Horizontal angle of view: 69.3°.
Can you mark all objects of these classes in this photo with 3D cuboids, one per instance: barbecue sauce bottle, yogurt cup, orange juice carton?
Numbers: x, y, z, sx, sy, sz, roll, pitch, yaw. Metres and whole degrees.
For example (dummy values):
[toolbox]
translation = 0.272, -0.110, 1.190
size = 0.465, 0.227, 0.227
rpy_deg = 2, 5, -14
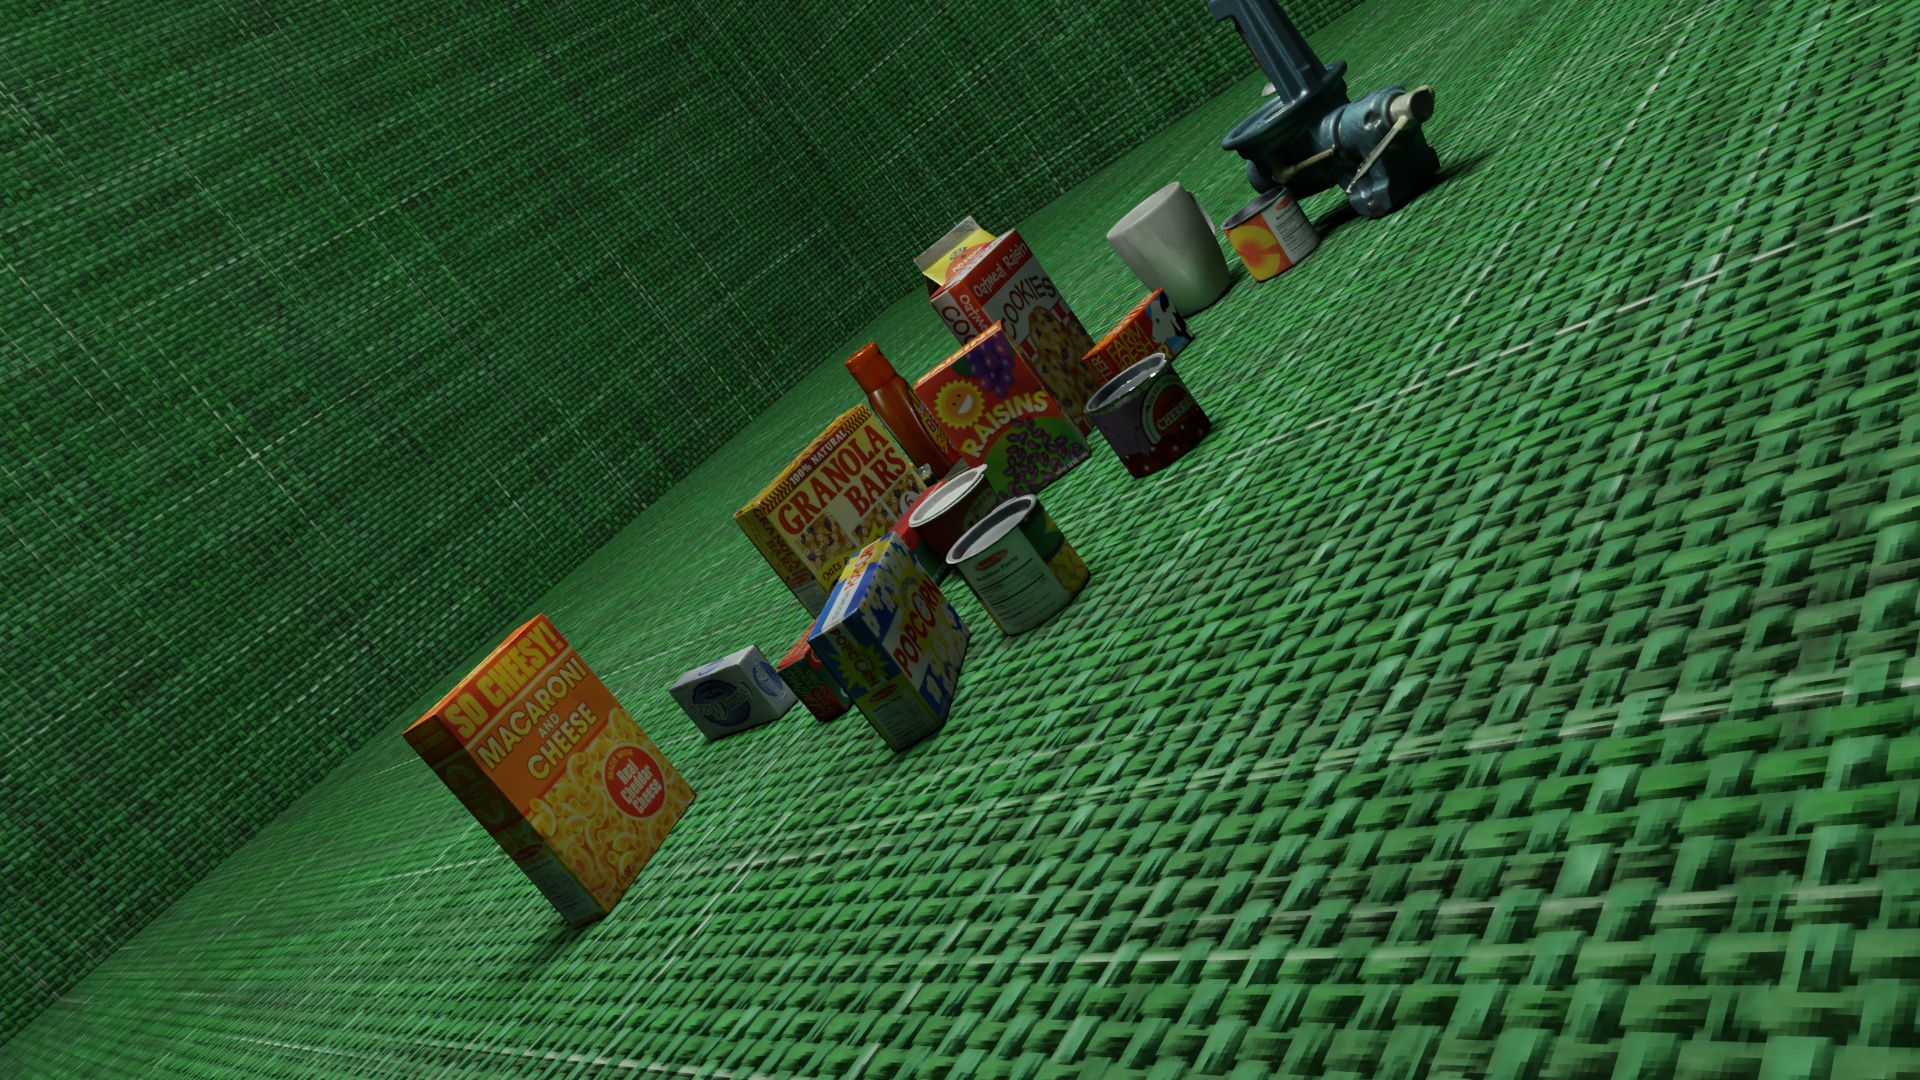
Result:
[barbecue sauce bottle]
translation = -0.055, -0.123, 1.349
size = 0.043, 0.148, 0.065
rpy_deg = -34, 13, 15
[yogurt cup]
translation = 0.004, -0.013, 1.025
size = 0.072, 0.054, 0.072
rpy_deg = -35, 13, 9
[orange juice carton]
translation = 0.040, -0.196, 1.260
size = 0.072, 0.192, 0.073
rpy_deg = -40, 13, -13

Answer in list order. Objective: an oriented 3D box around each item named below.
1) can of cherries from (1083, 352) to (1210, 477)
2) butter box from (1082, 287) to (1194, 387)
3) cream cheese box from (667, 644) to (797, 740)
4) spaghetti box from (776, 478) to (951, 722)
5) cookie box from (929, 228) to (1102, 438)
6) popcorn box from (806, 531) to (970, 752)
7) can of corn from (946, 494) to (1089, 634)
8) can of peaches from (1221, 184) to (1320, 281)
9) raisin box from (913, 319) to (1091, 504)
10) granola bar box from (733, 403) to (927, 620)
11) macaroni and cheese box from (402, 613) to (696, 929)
[can of cherries]
translation = 0.128, -0.085, 0.941
size = 0.071, 0.058, 0.072
rpy_deg = -35, 13, 9
[butter box]
translation = 0.151, -0.163, 1.166
size = 0.104, 0.053, 0.024
rpy_deg = -45, 15, -32
[cream cheese box]
translation = -0.170, 0.114, 1.034
size = 0.103, 0.053, 0.024
rpy_deg = -23, 18, 46
[spaghetti box]
translation = -0.052, 0.037, 1.006
size = 0.028, 0.050, 0.251
rpy_deg = -28, 16, 36
[cookie box]
translation = 0.057, -0.165, 1.162
size = 0.040, 0.167, 0.123
rpy_deg = -28, 16, 36
[popcorn box]
translation = -0.039, 0.057, 0.824
size = 0.038, 0.085, 0.127
rpy_deg = -33, 13, 18
[can of corn]
translation = 0.036, 0.014, 0.839
size = 0.071, 0.058, 0.071
rpy_deg = -35, 13, 9
[can of peaches]
translation = 0.269, -0.266, 1.208
size = 0.071, 0.058, 0.071
rpy_deg = -35, 13, 9
[raisin box]
translation = 0.033, -0.096, 1.083
size = 0.086, 0.123, 0.040
rpy_deg = -34, 13, 11
[granola bar box]
translation = -0.096, -0.020, 1.155
size = 0.039, 0.124, 0.166
rpy_deg = -26, 17, 41
[macaroni and cheese box]
translation = -0.263, 0.148, 0.907
size = 0.040, 0.166, 0.124
rpy_deg = -30, 15, 30
